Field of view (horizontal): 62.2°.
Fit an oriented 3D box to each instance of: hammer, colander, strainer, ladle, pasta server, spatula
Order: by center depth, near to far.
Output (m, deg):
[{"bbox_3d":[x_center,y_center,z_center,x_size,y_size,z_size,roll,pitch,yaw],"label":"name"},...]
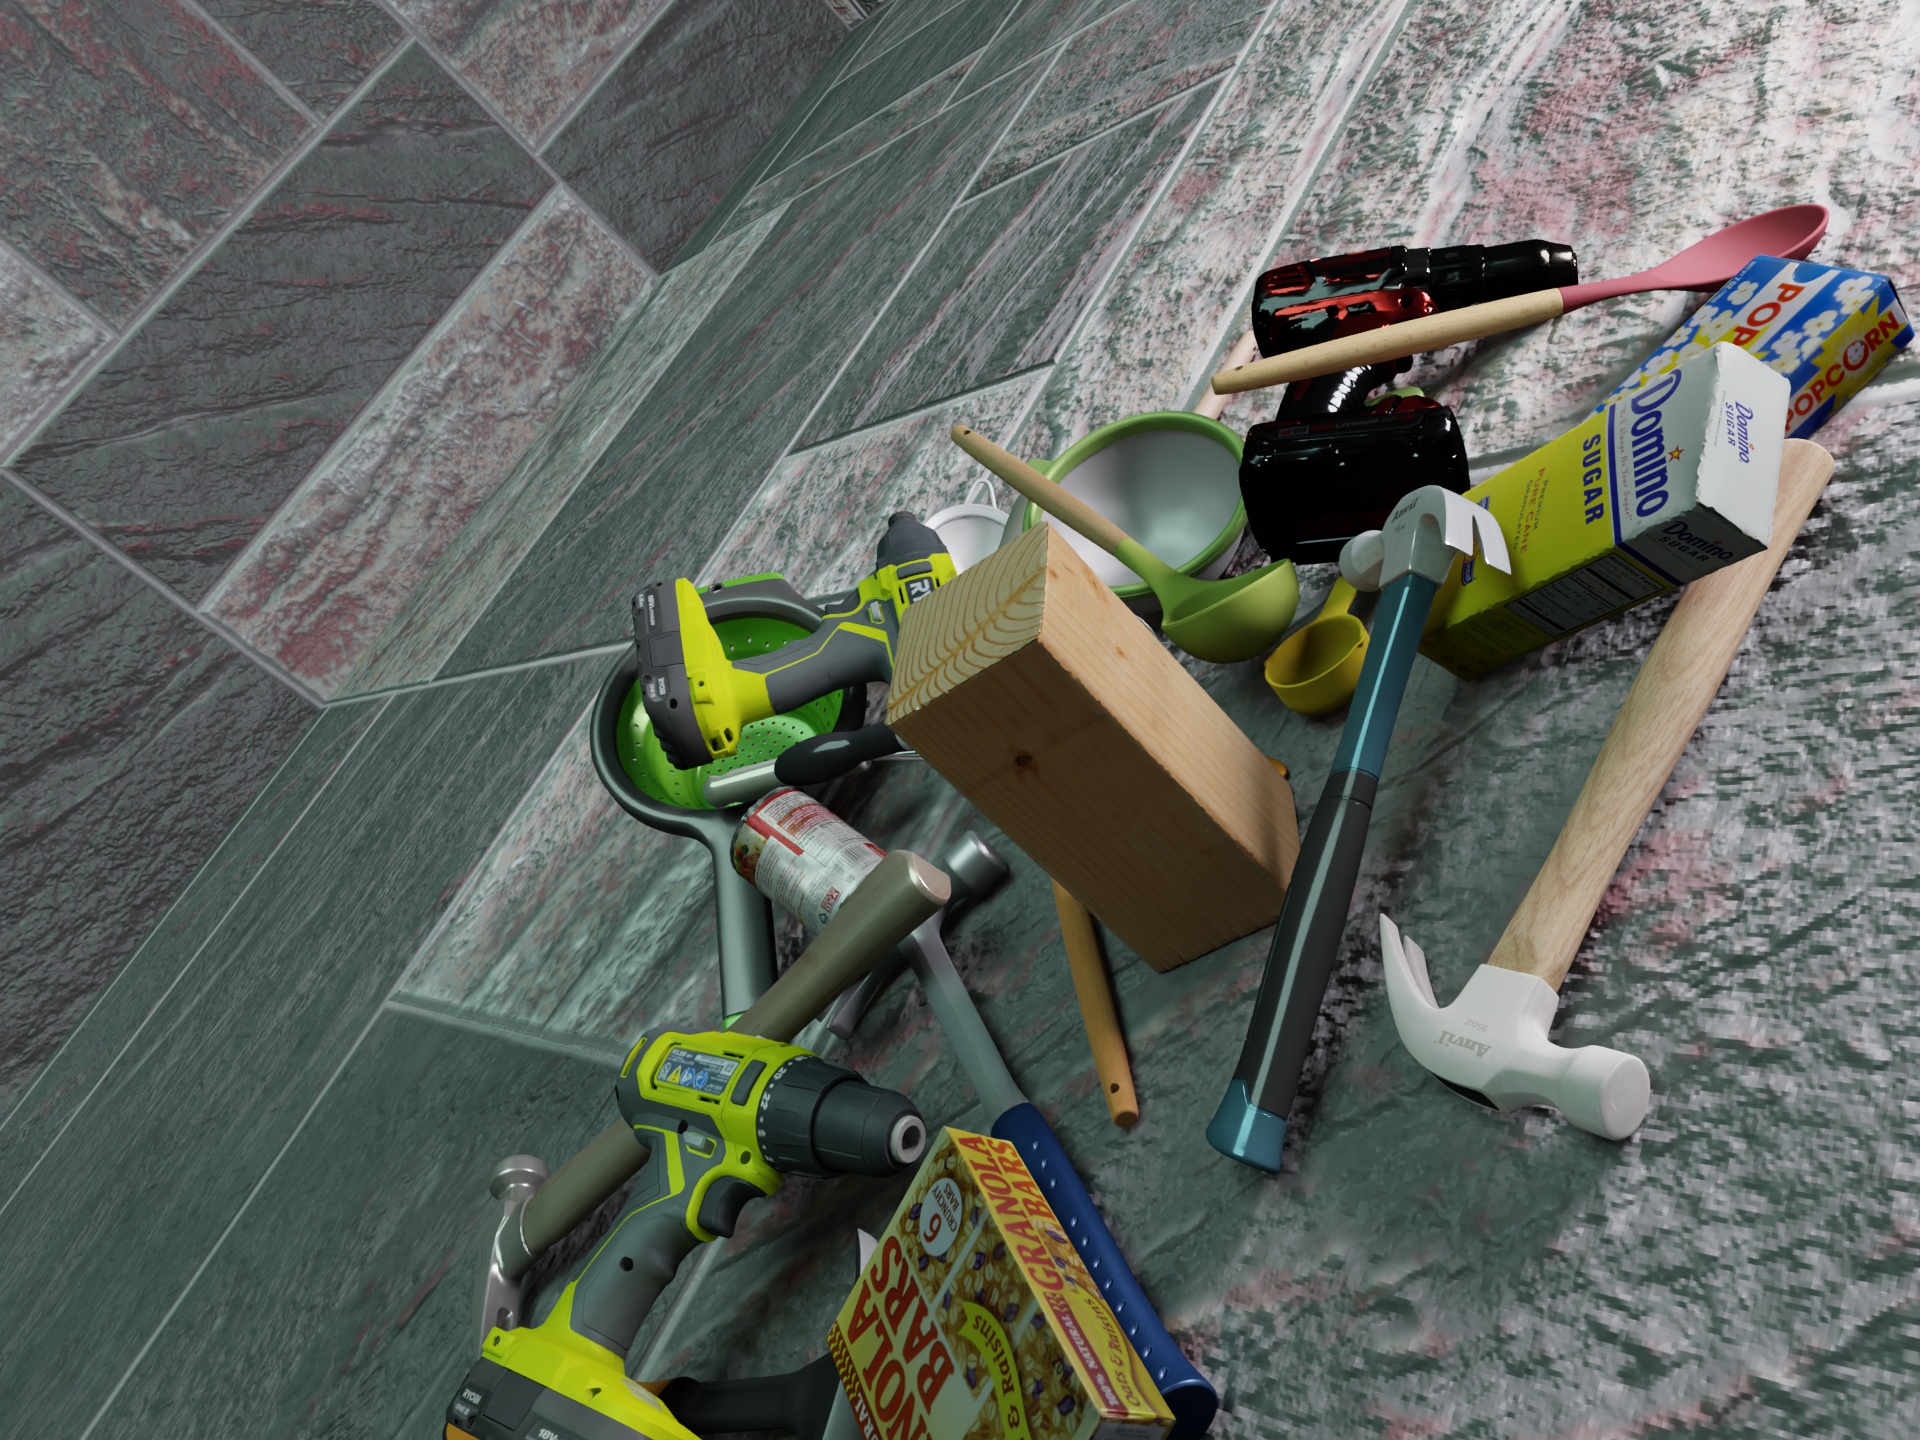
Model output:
[{"bbox_3d":[0.281,0.013,0.662,0.130,0.031,0.331,7,58,56],"label":"hammer"},{"bbox_3d":[0.172,0.040,0.715,0.128,0.033,0.331,137,156,-70],"label":"hammer"},{"bbox_3d":[0.019,0.196,0.782,0.144,0.035,0.406,-44,28,4],"label":"hammer"},{"bbox_3d":[-0.165,0.353,0.832,0.337,0.034,0.127,-24,36,37],"label":"hammer"},{"bbox_3d":[0.288,-0.214,0.836,0.315,0.031,0.069,-12,27,9],"label":"ladle"},{"bbox_3d":[0.055,0.090,0.865,0.081,0.041,0.323,-27,33,11],"label":"spatula"},{"bbox_3d":[-0.154,0.222,0.932,0.410,0.038,0.146,-43,32,21],"label":"hammer"},{"bbox_3d":[0.080,-0.123,0.945,0.078,0.062,0.320,-30,43,-17],"label":"ladle"},{"bbox_3d":[0.168,-0.137,0.995,0.256,0.069,0.152,-20,49,10],"label":"strainer"},{"bbox_3d":[0.129,-0.161,1.095,0.040,0.060,0.316,22,64,22],"label":"pasta server"},{"bbox_3d":[-0.147,0.077,1.118,0.204,0.094,0.398,-14,54,4],"label":"colander"},{"bbox_3d":[-0.001,-0.071,1.155,0.087,0.050,0.259,7,51,3],"label":"strainer"}]

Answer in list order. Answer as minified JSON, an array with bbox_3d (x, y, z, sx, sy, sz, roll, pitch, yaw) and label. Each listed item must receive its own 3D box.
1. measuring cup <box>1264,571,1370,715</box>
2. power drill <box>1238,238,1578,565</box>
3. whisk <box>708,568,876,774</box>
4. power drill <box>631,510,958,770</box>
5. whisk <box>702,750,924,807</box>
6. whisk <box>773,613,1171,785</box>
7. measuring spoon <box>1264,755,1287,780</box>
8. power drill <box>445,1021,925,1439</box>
[{"bbox_3d":[0.215,-0.058,0.866,0.062,0.029,0.157,-14,30,45],"label":"measuring cup"},{"bbox_3d":[0.253,-0.196,0.904,0.188,0.080,0.227,-4,46,22],"label":"power drill"},{"bbox_3d":[-0.126,-0.058,1.294,0.296,0.073,0.073,-40,28,2],"label":"whisk"},{"bbox_3d":[-0.106,-0.059,1.100,0.223,0.080,0.171,-14,54,-1],"label":"power drill"},{"bbox_3d":[-0.057,0.018,1.040,0.246,0.059,0.057,-15,-6,14],"label":"whisk"},{"bbox_3d":[-0.001,-0.003,0.956,0.284,0.070,0.070,-17,39,31],"label":"whisk"},{"bbox_3d":[0.136,0.021,0.873,0.021,0.011,0.117,-55,29,-15],"label":"measuring spoon"},{"bbox_3d":[-0.129,0.261,0.778,0.191,0.080,0.229,1,52,40],"label":"power drill"}]
